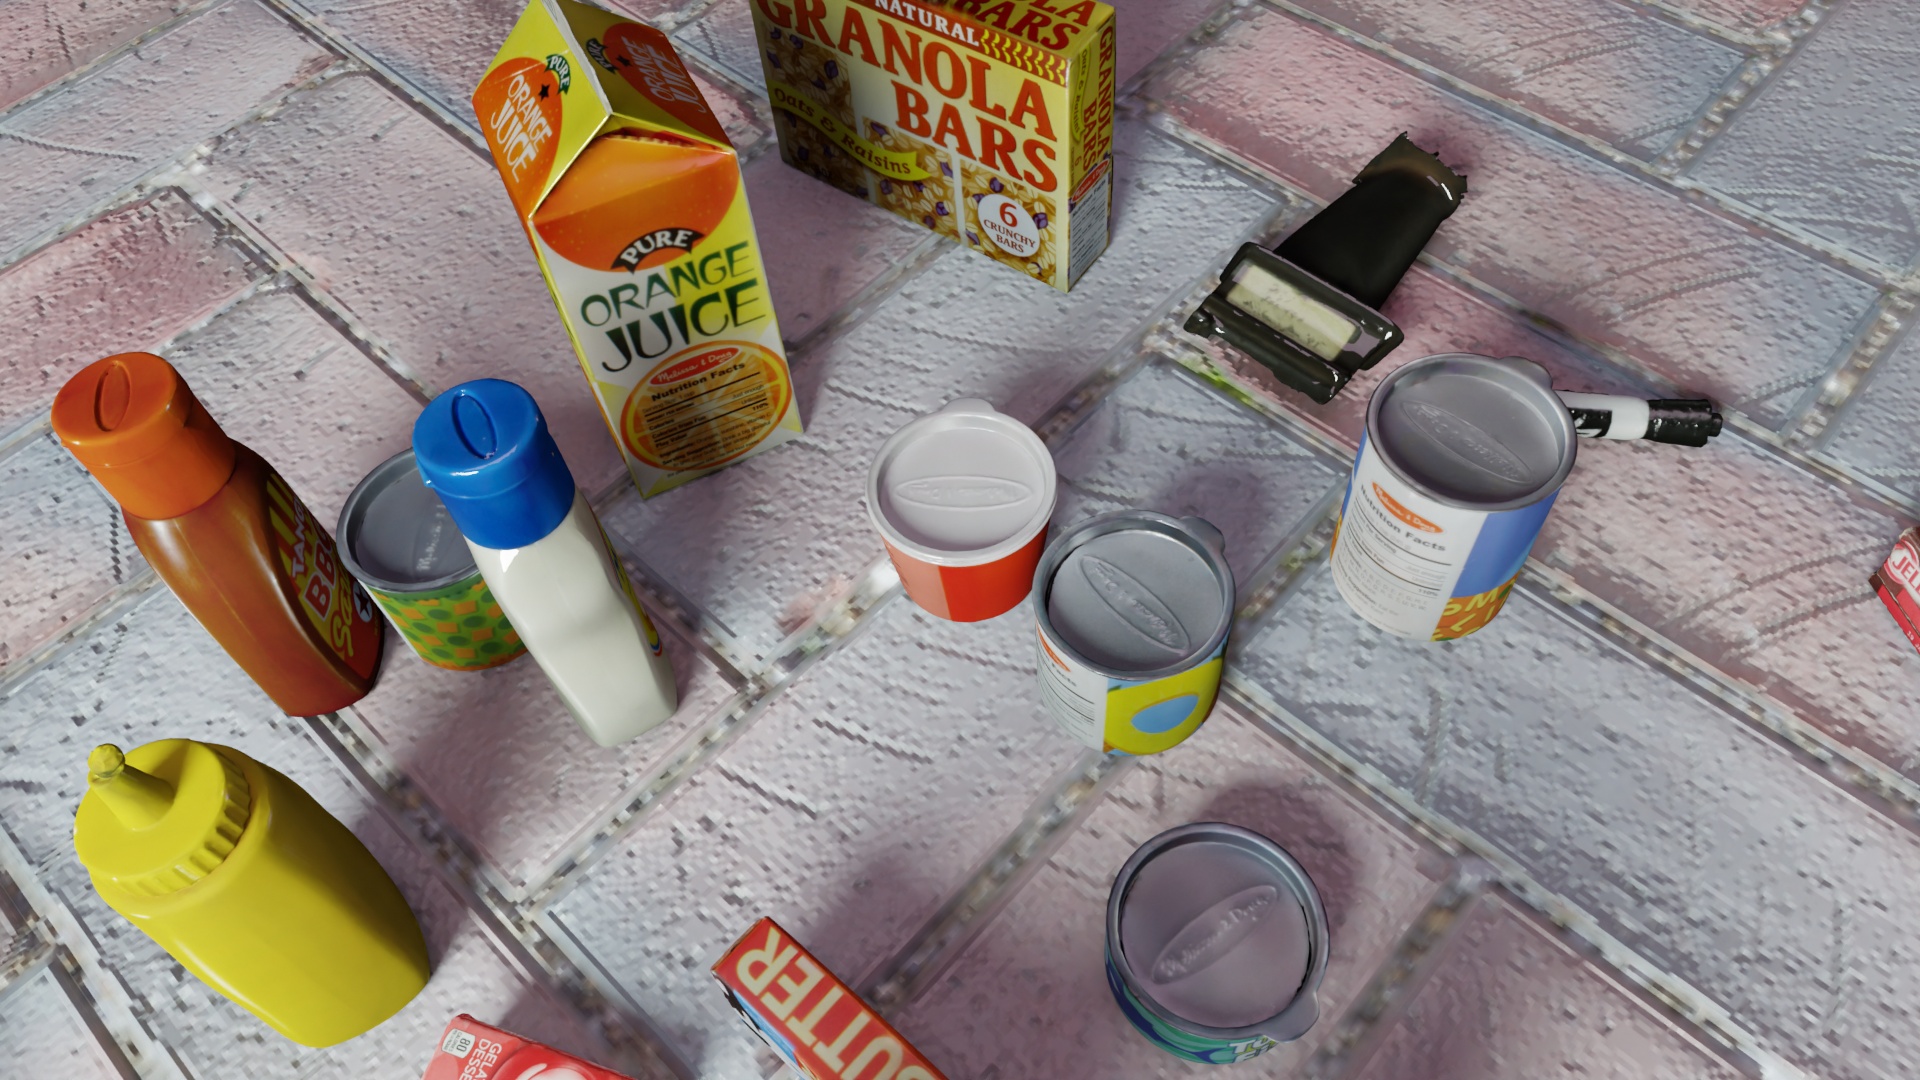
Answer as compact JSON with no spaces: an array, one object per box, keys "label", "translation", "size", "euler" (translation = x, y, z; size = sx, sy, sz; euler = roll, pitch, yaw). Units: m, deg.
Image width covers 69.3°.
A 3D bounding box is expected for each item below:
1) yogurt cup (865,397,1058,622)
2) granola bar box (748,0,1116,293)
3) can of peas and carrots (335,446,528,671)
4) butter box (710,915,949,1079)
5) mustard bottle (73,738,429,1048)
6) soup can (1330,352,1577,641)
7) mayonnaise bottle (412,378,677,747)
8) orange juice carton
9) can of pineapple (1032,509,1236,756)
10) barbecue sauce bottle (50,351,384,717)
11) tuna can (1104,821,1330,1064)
[{"label":"yogurt cup","translation":[0.002,-0.006,0.507],"size":[0.072,0.053,0.073],"euler":[-2,55,3]},{"label":"granola bar box","translation":[-0.012,-0.191,0.594],"size":[0.166,0.123,0.039],"euler":[30,63,22]},{"label":"can of peas and carrots","translation":[-0.181,0.006,0.509],"size":[0.071,0.058,0.071],"euler":[-2,55,3]},{"label":"butter box","translation":[-0.025,0.155,0.398],"size":[0.104,0.053,0.024],"euler":[35,65,25]},{"label":"mustard bottle","translation":[-0.201,0.093,0.389],"size":[0.049,0.159,0.065],"euler":[-35,60,-18]},{"label":"soup can","translation":[0.170,-0.015,0.483],"size":[0.071,0.083,0.072],"euler":[-2,55,3]},{"label":"mayonnaise bottle","translation":[-0.131,0.009,0.449],"size":[0.041,0.147,0.065],"euler":[-26,58,-13]},{"label":"orange juice carton","translation":[-0.116,-0.107,0.502],"size":[0.073,0.191,0.072],"euler":[-23,57,-12]},{"label":"can of pineapple","translation":[0.060,0.032,0.474],"size":[0.071,0.057,0.071],"euler":[-2,55,3]},{"label":"barbecue sauce bottle","translation":[-0.242,-0.001,0.464],"size":[0.044,0.147,0.065],"euler":[-15,56,-6]},{"label":"tuna can","translation":[0.079,0.125,0.424],"size":[0.071,0.032,0.071],"euler":[-2,55,3]}]
